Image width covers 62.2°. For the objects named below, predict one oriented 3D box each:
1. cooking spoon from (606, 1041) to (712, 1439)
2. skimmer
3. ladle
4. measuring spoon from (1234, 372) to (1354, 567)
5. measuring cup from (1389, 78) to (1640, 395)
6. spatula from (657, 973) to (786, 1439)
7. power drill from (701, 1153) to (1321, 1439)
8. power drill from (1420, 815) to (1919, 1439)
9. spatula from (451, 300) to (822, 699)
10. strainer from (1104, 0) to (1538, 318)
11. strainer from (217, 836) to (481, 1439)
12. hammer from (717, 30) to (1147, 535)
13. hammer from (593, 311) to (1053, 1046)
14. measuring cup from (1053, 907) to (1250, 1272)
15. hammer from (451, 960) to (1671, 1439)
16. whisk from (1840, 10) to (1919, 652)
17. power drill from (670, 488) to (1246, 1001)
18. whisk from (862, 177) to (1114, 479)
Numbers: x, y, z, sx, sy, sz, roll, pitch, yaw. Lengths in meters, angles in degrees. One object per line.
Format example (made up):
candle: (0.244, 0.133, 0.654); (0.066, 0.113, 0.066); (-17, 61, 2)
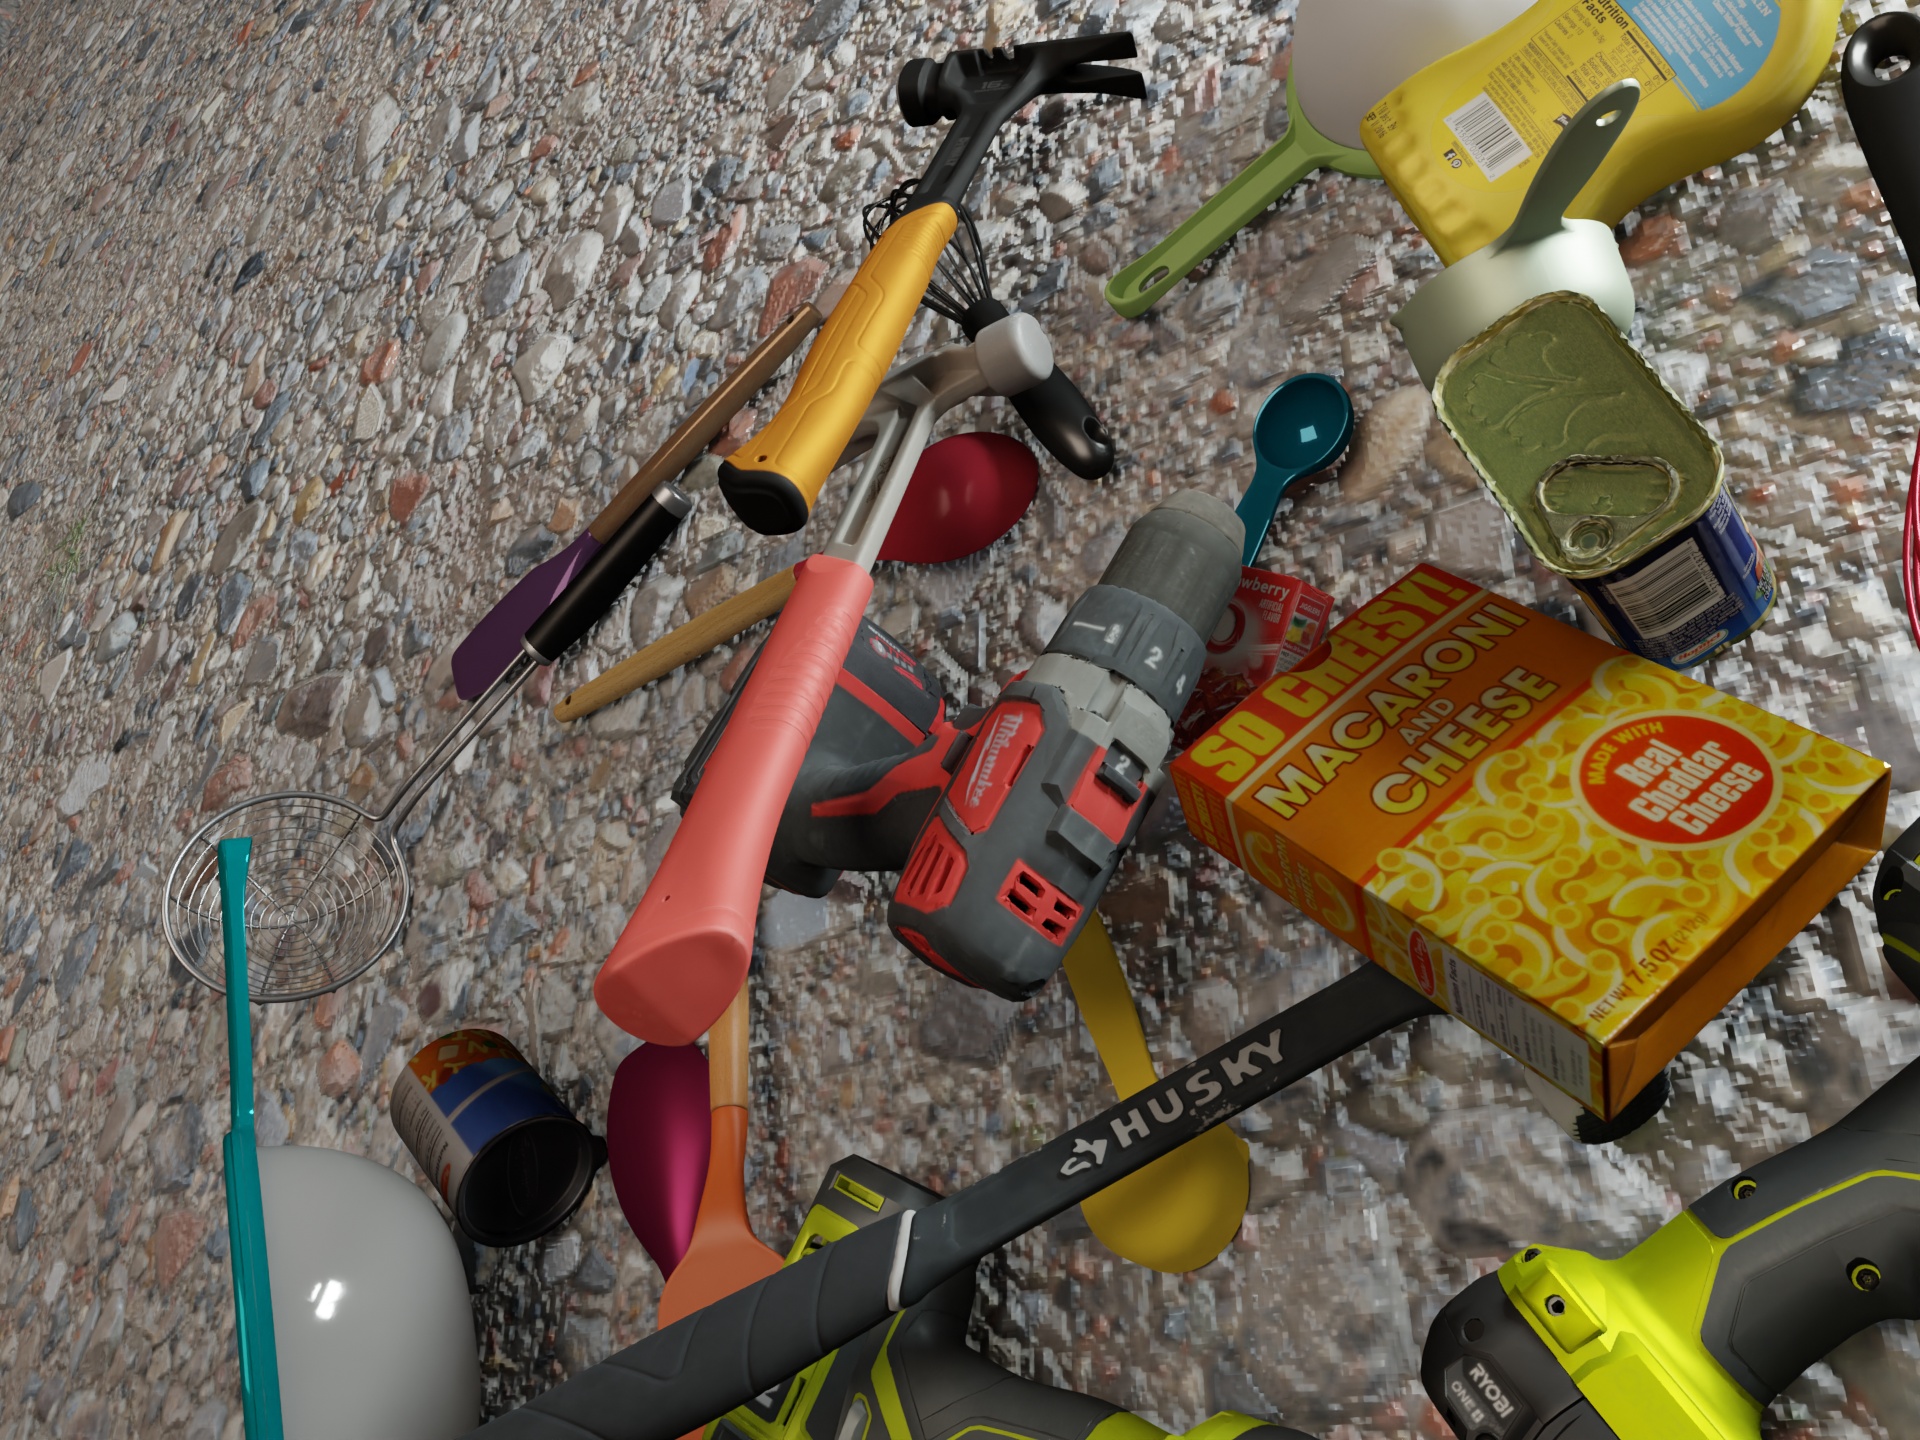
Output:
cooking spoon: (-0.100, 0.263, 0.628); (0.068, 0.017, 0.319); (-35, 50, 17)
skimmer: (-0.286, 0.004, 0.874); (0.127, 0.090, 0.363); (45, 97, 11)
ladle: (-0.097, -0.062, 0.796); (0.315, 0.031, 0.069); (-25, 54, 30)
measuring spoon: (0.120, -0.075, 0.632); (0.042, 0.021, 0.128); (31, 98, 44)
measuring cup: (0.192, -0.145, 0.511); (0.083, 0.167, 0.038); (-17, 79, 2)
spatula: (-0.095, 0.149, 0.678); (0.081, 0.041, 0.323); (-15, 50, 10)
power drill: (0.000, 0.263, 0.498); (0.229, 0.080, 0.190); (12, 70, 44)
power drill: (0.239, 0.139, 0.374); (0.223, 0.080, 0.171); (-45, 46, 8)
spatula: (-0.190, -0.122, 0.910); (0.316, 0.018, 0.060); (-42, 48, 16)
strainer: (0.152, -0.273, 0.668); (0.256, 0.069, 0.152); (-38, 48, 16)
strainer: (-0.267, 0.213, 0.693); (0.211, 0.095, 0.341); (140, 123, -60)
hammer: (-0.018, -0.206, 0.709); (0.127, 0.034, 0.337); (4, 50, 25)
hammer: (-0.062, -0.031, 0.597); (0.149, 0.036, 0.359); (-20, 33, 31)
measuring cup: (0.053, 0.119, 0.569); (0.062, 0.029, 0.157); (-35, 51, 20)
hammer: (-0.002, 0.154, 0.498); (0.409, 0.036, 0.149); (-28, 42, -1)
whisk: (0.302, -0.114, 0.471); (0.073, 0.073, 0.296); (-17, 51, 33)
power drill: (-0.001, -0.002, 0.604); (0.227, 0.080, 0.188); (7, 62, 57)
whisk: (0.013, -0.190, 0.761); (0.055, 0.055, 0.239); (-42, 52, 15)
